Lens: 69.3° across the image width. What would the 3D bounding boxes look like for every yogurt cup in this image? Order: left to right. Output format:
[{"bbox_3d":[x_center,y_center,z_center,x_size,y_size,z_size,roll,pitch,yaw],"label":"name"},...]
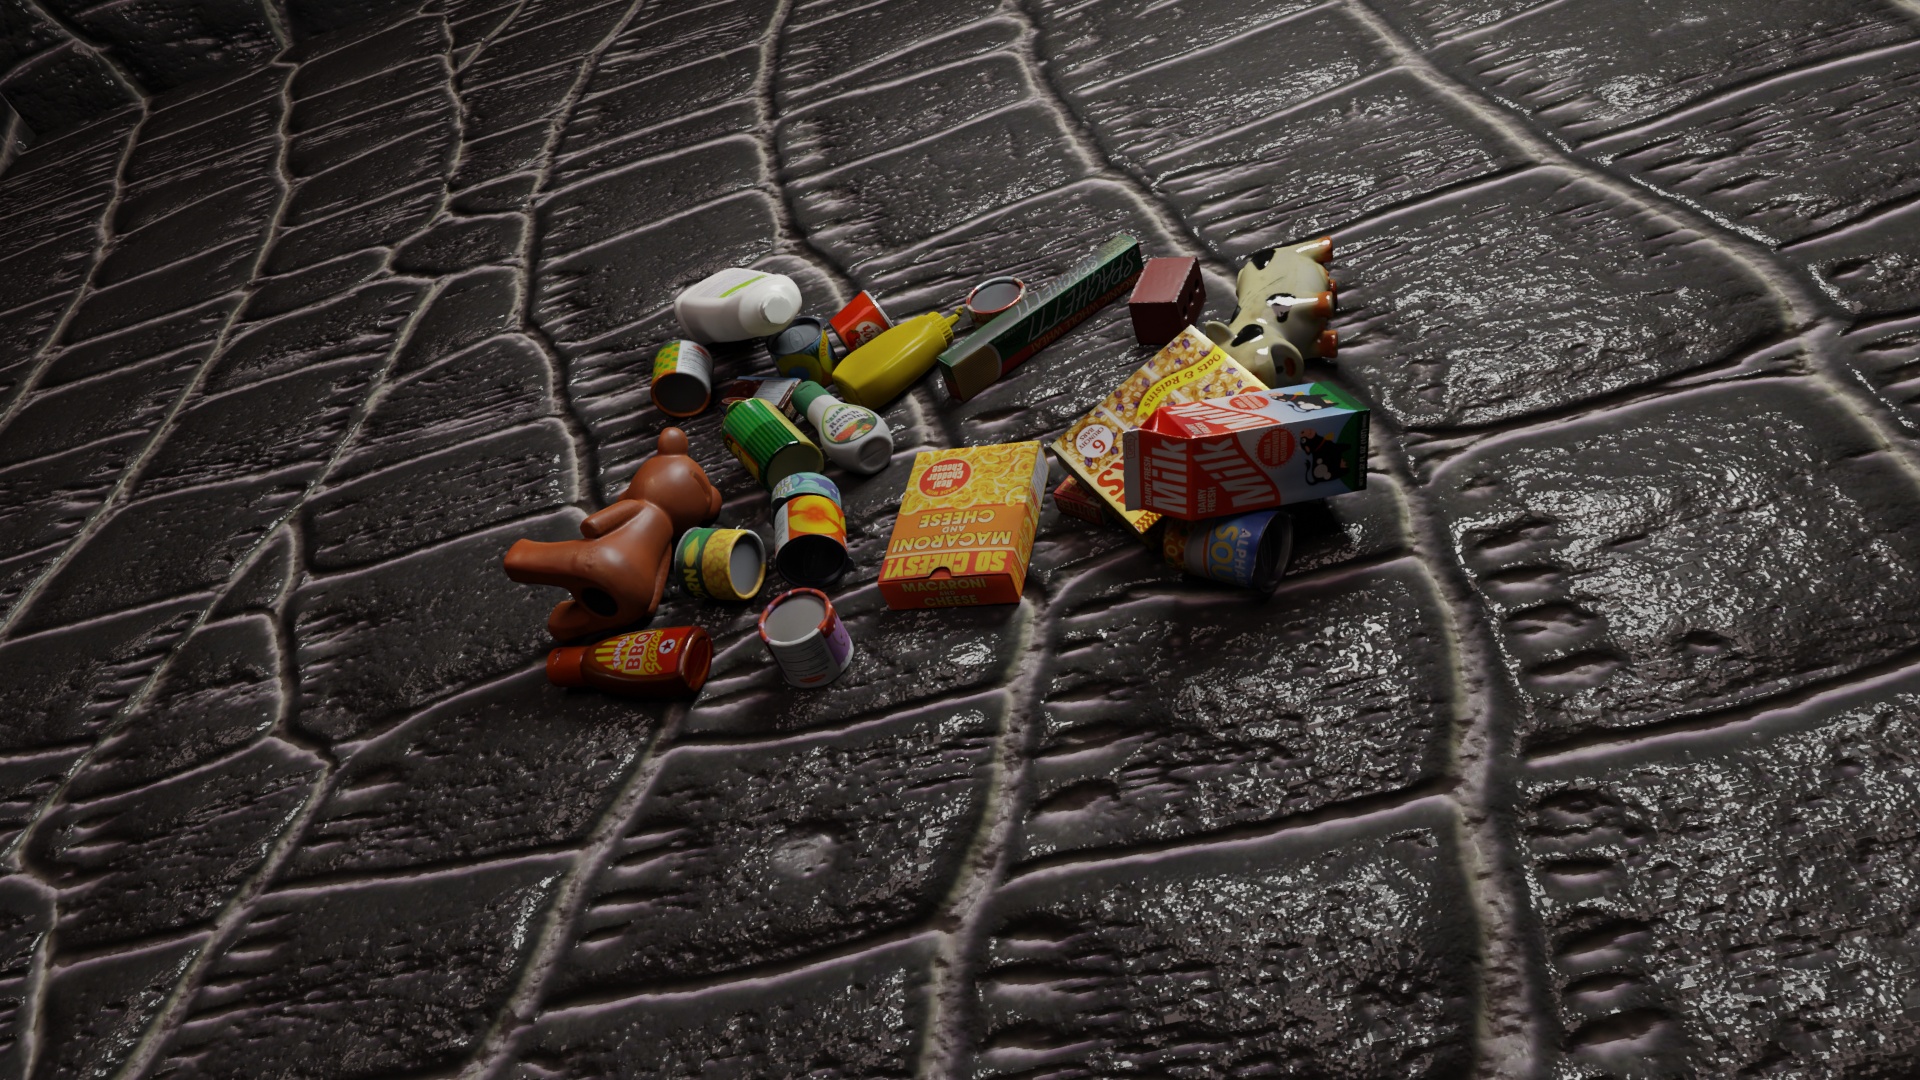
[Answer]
[{"bbox_3d":[-0.105,-0.228,1.498,0.054,0.072,0.072,-35,42,-2],"label":"yogurt cup"}]

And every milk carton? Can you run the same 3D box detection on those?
[{"bbox_3d":[0.219,-0.069,1.097,0.191,0.072,0.074,-10,26,-10],"label":"milk carton"}]

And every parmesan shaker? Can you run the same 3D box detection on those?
[{"bbox_3d":[-0.190,-0.093,1.386,0.071,0.071,0.103,-34,43,-13],"label":"parmesan shaker"}]

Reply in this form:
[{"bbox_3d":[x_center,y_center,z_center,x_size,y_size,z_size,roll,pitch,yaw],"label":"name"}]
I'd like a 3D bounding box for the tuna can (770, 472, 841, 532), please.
[{"bbox_3d":[-0.147,-0.030,1.303,0.071,0.070,0.033,-18,40,6],"label":"tuna can"}]

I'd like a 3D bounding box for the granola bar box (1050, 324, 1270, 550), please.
[{"bbox_3d":[0.180,-0.089,1.190,0.166,0.039,0.124,-41,59,-4],"label":"granola bar box"}]

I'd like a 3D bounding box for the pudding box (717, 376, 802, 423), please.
[{"bbox_3d":[-0.210,-0.149,1.485,0.083,0.030,0.050,4,49,27],"label":"pudding box"}]

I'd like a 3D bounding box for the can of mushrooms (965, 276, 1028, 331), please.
[{"bbox_3d":[0.041,-0.248,1.476,0.071,0.033,0.071,-12,42,11],"label":"can of mushrooms"}]

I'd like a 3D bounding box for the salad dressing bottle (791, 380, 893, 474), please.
[{"bbox_3d":[-0.123,-0.117,1.403,0.064,0.043,0.148,-34,43,-15],"label":"salad dressing bottle"}]

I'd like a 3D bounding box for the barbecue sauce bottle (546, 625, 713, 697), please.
[{"bbox_3d":[-0.298,0.111,1.241,0.148,0.043,0.065,-5,45,20],"label":"barbecue sauce bottle"}]

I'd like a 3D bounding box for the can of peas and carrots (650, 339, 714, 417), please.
[{"bbox_3d":[-0.308,-0.176,1.531,0.071,0.070,0.059,-15,42,9],"label":"can of peas and carrots"}]

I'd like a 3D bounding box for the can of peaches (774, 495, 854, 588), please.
[{"bbox_3d":[-0.134,0.001,1.269,0.071,0.071,0.058,-18,41,6],"label":"can of peaches"}]

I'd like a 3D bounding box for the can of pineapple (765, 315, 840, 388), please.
[{"bbox_3d":[-0.168,-0.200,1.498,0.071,0.057,0.071,-12,43,12],"label":"can of pineapple"}]

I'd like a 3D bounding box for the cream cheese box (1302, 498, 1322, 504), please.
[{"bbox_3d":[0.264,-0.062,1.191,0.104,0.024,0.053,8,51,30],"label":"cream cheese box"}]

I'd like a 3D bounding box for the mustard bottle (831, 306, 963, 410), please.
[{"bbox_3d":[-0.056,-0.197,1.453,0.161,0.048,0.065,-36,44,-16],"label":"mustard bottle"}]

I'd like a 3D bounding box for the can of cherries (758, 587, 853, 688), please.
[{"bbox_3d":[-0.133,0.081,1.188,0.071,0.058,0.072,-12,43,12],"label":"can of cherries"}]

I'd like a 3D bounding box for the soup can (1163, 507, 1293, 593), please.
[{"bbox_3d":[0.213,0.003,1.113,0.084,0.071,0.072,14,53,35],"label":"soup can"}]

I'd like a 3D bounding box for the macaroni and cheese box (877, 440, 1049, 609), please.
[{"bbox_3d":[0.004,-0.016,1.243,0.123,0.040,0.167,-5,44,20],"label":"macaroni and cheese box"}]

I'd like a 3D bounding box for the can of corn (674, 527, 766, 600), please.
[{"bbox_3d":[-0.221,0.024,1.282,0.058,0.071,0.071,2,47,25],"label":"can of corn"}]

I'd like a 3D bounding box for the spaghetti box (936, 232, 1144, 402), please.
[{"bbox_3d":[0.087,-0.231,1.426,0.251,0.050,0.029,-36,45,-14],"label":"spaghetti box"}]

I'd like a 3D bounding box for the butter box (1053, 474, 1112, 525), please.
[{"bbox_3d":[0.134,-0.060,1.245,0.053,0.024,0.104,21,58,37],"label":"butter box"}]
